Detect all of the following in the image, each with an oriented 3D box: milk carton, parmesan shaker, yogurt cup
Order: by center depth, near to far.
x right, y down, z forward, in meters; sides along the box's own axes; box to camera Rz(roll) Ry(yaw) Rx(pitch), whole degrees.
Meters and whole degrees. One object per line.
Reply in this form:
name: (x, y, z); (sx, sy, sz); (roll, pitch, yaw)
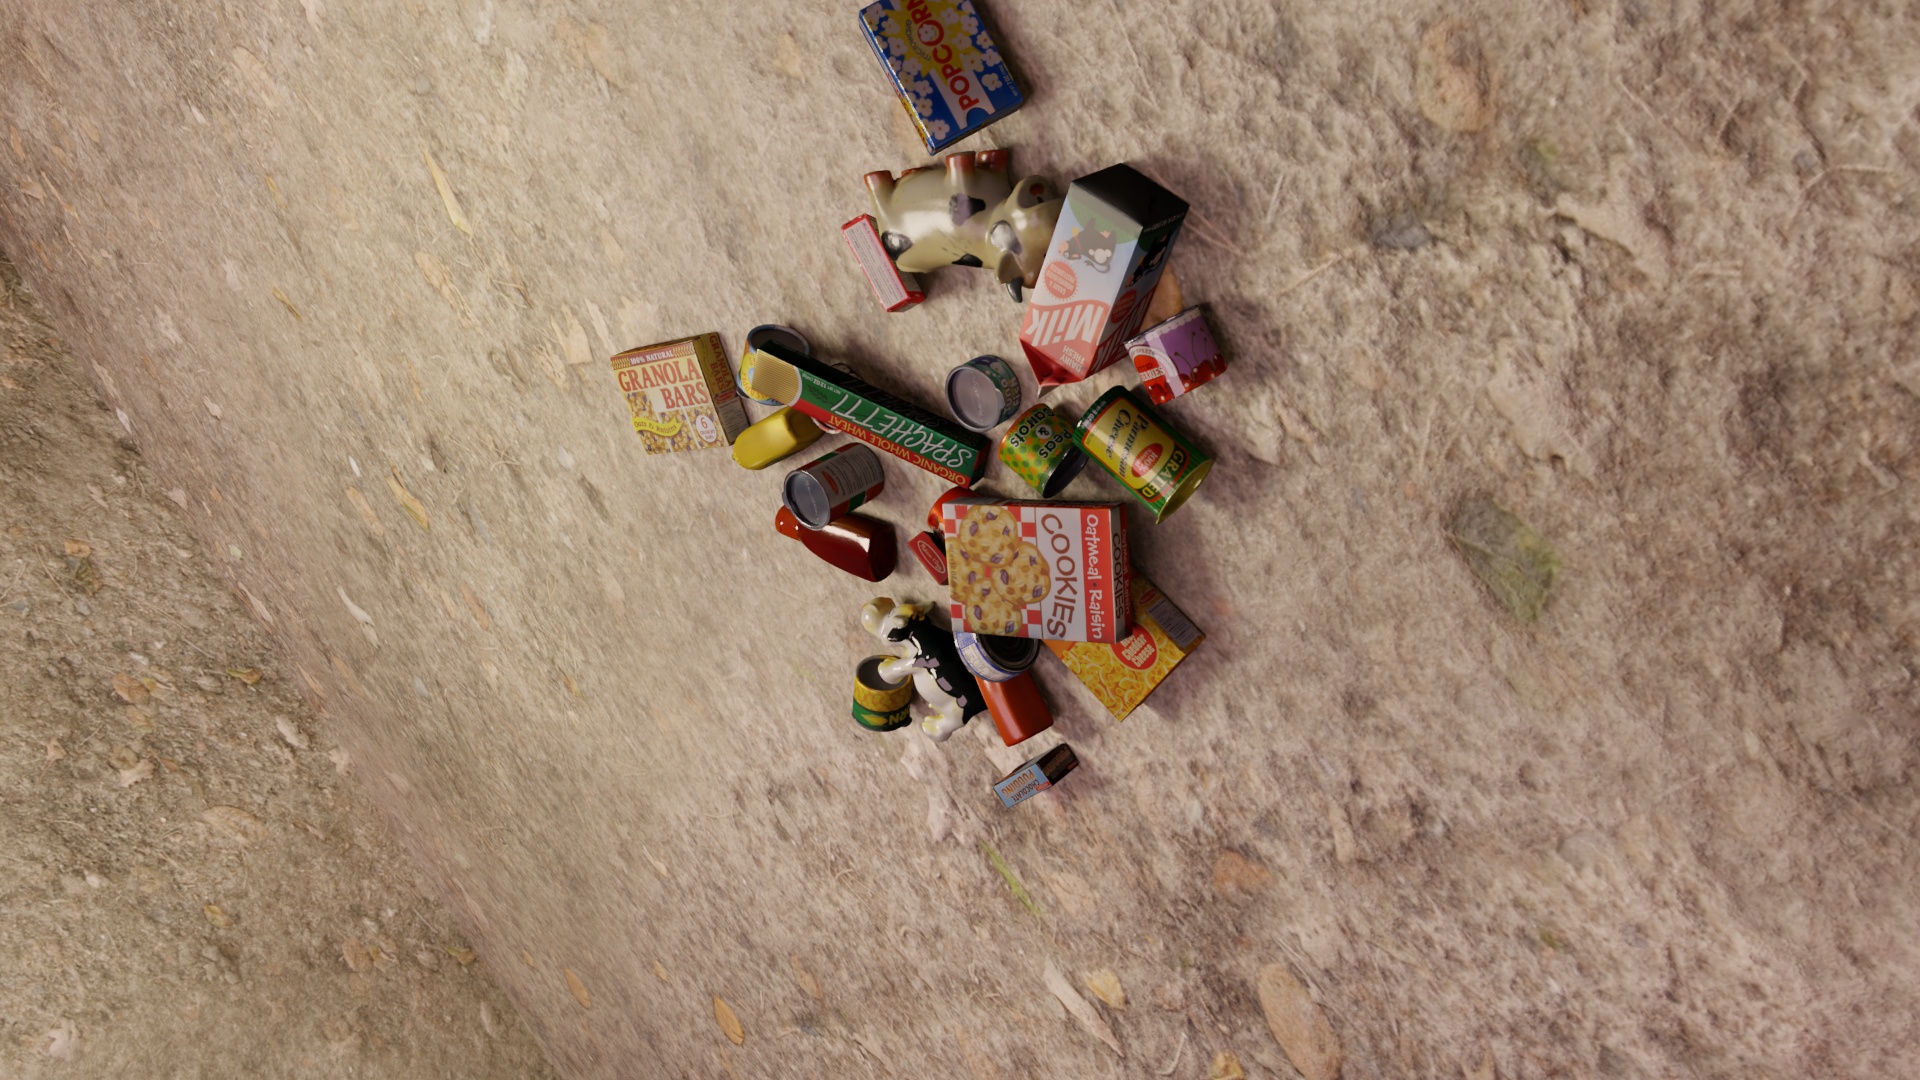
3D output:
milk carton: (0.109, -0.201, 1.135); (0.073, 0.073, 0.189); (38, 134, 20)
parmesan shaker: (0.150, -0.073, 1.173); (0.103, 0.071, 0.071); (42, 136, 16)
yogurt cup: (0.005, -0.017, 1.348); (0.054, 0.073, 0.072); (44, 137, 26)

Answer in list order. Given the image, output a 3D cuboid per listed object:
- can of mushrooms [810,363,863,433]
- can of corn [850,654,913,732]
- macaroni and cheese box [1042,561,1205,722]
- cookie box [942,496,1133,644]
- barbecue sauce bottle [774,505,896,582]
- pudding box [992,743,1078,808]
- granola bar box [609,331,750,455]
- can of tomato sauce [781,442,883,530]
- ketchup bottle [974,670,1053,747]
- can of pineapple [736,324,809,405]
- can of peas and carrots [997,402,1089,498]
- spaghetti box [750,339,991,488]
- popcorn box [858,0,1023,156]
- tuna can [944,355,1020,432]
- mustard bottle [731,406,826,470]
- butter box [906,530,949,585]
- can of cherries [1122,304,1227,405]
can of mushrooms: (-0.125, -0.144, 1.417); (0.071, 0.033, 0.070); (22, 126, 33)
can of corn: (-0.085, 0.170, 1.539); (0.071, 0.071, 0.058); (28, 130, 28)
macaroni and cheese box: (0.130, 0.071, 1.298); (0.166, 0.040, 0.123); (46, 135, 12)
cookie box: (0.070, 0.025, 1.257); (0.167, 0.040, 0.122); (2, 103, 29)
barbecue sauce bottle: (-0.138, -0.004, 1.503); (0.148, 0.044, 0.064); (19, 125, 35)
pudding box: (0.078, 0.244, 1.442); (0.030, 0.050, 0.083); (56, 137, 4)
granola bar box: (-0.321, -0.165, 1.583); (0.165, 0.039, 0.124); (-2, 111, 43)
can of tomato sauce: (-0.132, -0.057, 1.436); (0.071, 0.083, 0.070); (22, 127, 33)
ketchup bottle: (0.040, 0.131, 1.406); (0.043, 0.065, 0.149); (-30, 82, 34)
can of pineapple: (-0.194, -0.181, 1.433); (0.071, 0.071, 0.057); (40, 135, 19)
can of peas and carrots: (0.075, -0.082, 1.239); (0.059, 0.071, 0.070); (42, 135, 18)
spaghetti box: (-0.089, -0.124, 1.353); (0.250, 0.029, 0.049); (25, 129, 11)
popcorn box: (-0.017, -0.390, 1.130); (0.126, 0.085, 0.038); (61, 175, -3)
tuna can: (0.022, -0.136, 1.283); (0.071, 0.033, 0.070); (22, 127, 33)
mustard bottle: (-0.205, -0.106, 1.494); (0.160, 0.065, 0.049); (-19, 97, 53)
butter box: (-0.021, 0.018, 1.373); (0.024, 0.103, 0.053); (-40, 84, 4)
can of cherries: (0.170, -0.147, 1.111); (0.071, 0.072, 0.058); (-20, 99, 47)
